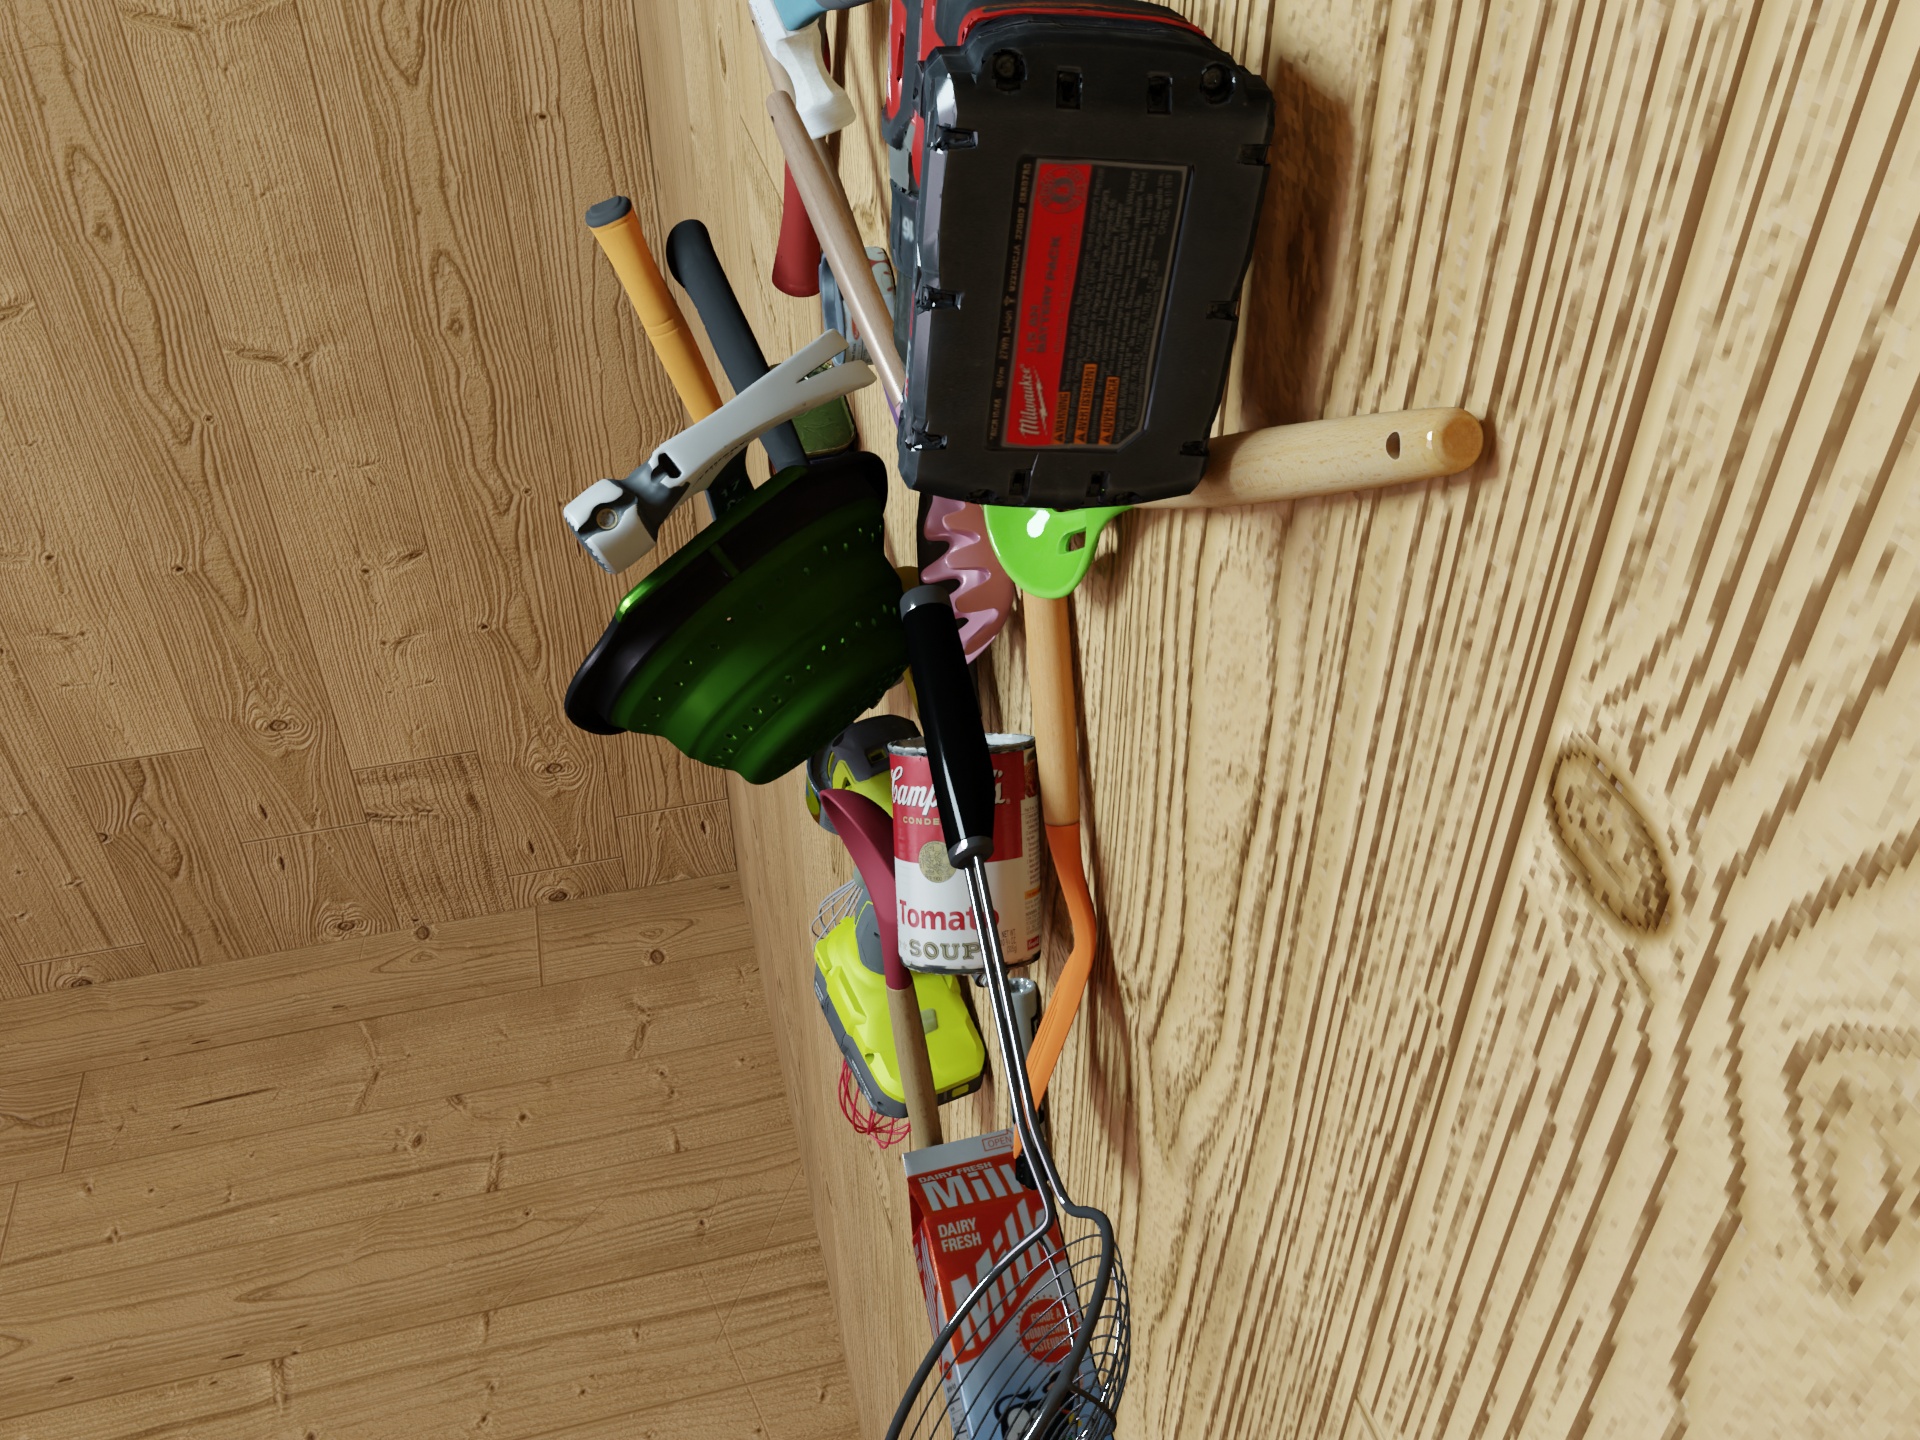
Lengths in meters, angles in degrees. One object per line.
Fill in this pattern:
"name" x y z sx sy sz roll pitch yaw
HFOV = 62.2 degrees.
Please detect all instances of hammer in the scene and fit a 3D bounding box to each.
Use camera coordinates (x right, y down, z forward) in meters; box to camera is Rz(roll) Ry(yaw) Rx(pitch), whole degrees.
"hammer" -0.111 -0.176 1.010 0.335 0.035 0.146 65 157 13
"hammer" -0.092 -0.385 0.948 0.359 0.036 0.149 110 149 -66
"hammer" -0.172 -0.203 1.108 0.127 0.034 0.336 -107 -5 -52
"hammer" -0.053 -0.314 0.671 0.128 0.033 0.331 65 174 -23
"hammer" -0.115 -0.094 0.867 0.036 0.149 0.409 50 172 4

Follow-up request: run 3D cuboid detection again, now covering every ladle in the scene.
"ladle" -0.030 0.159 0.852 0.069 0.031 0.315 40 147 46

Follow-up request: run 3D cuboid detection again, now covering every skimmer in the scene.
"skimmer" -0.010 0.104 0.589 0.127 0.090 0.364 -46 47 49

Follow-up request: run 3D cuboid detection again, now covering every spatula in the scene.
"spatula" 0.031 0.018 0.654 0.081 0.041 0.322 -64 -30 -76
"spatula" -0.058 -0.248 0.850 0.059 0.018 0.316 131 120 -74

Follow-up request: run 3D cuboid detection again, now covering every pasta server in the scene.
"pasta server" -0.041 -0.171 0.756 0.060 0.040 0.316 118 132 -66

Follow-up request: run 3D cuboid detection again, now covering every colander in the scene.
"colander" -0.096 -0.023 0.885 0.094 0.204 0.397 49 172 3

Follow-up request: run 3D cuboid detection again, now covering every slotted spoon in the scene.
"slotted spoon" 0.062 -0.070 0.471 0.314 0.031 0.070 -160 64 -75

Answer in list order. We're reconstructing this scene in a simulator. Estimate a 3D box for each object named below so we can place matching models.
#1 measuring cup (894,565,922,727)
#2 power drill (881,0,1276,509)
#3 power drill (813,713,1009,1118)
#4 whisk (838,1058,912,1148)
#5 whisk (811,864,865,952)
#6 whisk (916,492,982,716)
"measuring cup" -0.012 -0.014 0.902 0.062 0.029 0.156 -161 50 -73
"power drill" 0.013 -0.147 0.476 0.227 0.080 0.187 -101 14 -51
"power drill" -0.027 0.129 0.928 0.223 0.080 0.171 99 149 -48
"whisk" -0.049 0.207 1.165 0.073 0.073 0.295 -114 25 -51
"whisk" -0.068 0.119 1.170 0.059 0.058 0.246 47 148 14
"whisk" -0.001 -0.003 0.794 0.055 0.055 0.239 165 100 -79
